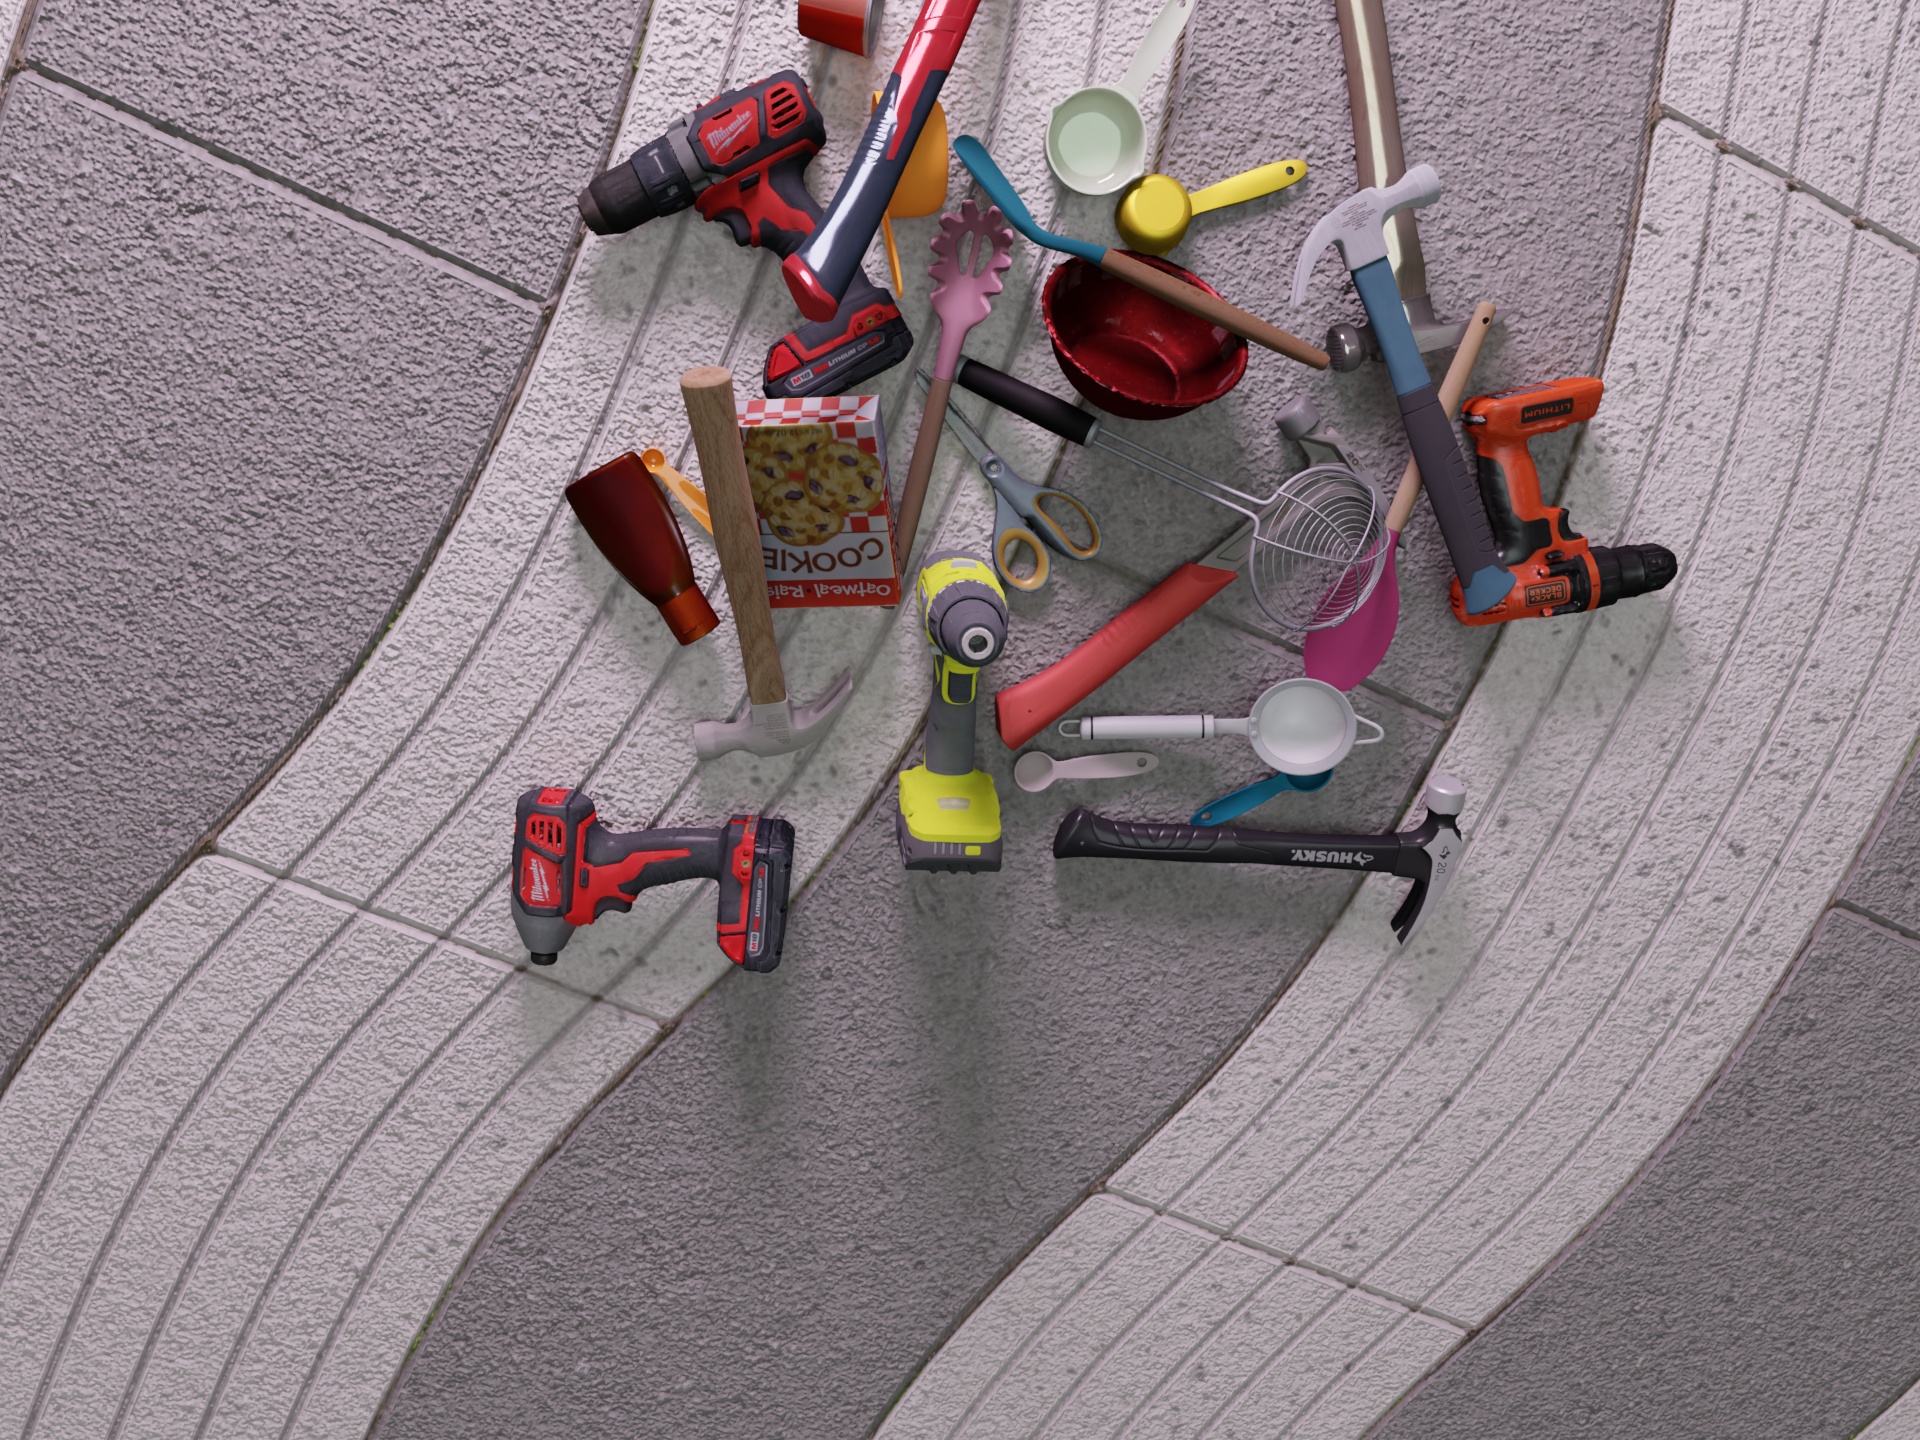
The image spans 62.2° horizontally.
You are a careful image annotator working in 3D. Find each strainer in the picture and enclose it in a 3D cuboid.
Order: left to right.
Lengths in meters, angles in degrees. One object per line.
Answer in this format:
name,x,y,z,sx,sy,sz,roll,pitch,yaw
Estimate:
strainer,0.209,0.003,1.292,0.258,0.050,0.086,-1,115,4

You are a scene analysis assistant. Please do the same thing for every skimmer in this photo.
skimmer,0.158,-0.188,1.226,0.363,0.090,0.127,27,93,8

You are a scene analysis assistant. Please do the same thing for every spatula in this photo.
spatula,0.133,-0.340,1.171,0.317,0.082,0.044,25,117,-2

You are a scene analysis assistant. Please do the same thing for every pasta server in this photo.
pasta server,-0.021,-0.231,1.204,0.060,0.040,0.316,16,109,1

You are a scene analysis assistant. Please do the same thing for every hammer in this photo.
hammer,-0.157,-0.106,1.174,0.130,0.031,0.331,-8,129,-3
hammer,-0.015,-0.438,1.097,0.143,0.038,0.386,24,76,-9
hammer,0.178,-0.091,1.276,0.359,0.037,0.149,-39,104,4
hammer,0.244,0.110,1.323,0.334,0.035,0.146,3,114,-3
hammer,0.317,-0.481,1.198,0.146,0.038,0.410,-15,104,-4
hammer,0.351,-0.239,1.207,0.128,0.033,0.331,-23,100,4

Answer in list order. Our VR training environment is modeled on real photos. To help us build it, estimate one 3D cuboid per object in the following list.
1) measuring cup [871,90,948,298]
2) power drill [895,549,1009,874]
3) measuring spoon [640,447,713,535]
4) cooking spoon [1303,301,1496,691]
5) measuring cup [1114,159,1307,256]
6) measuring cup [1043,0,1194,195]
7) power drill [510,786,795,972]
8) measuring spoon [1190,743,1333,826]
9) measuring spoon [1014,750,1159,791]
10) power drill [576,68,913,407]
measuring cup,-0.031,-0.372,1.135,0.052,0.095,0.174,-5,65,-8
power drill,-0.002,-0.004,1.203,0.080,0.191,0.228,2,107,-6
measuring spoon,-0.202,-0.168,1.235,0.021,0.011,0.116,-44,107,9
cooking spoon,0.349,-0.173,1.247,0.068,0.017,0.319,19,101,-8
measuring cup,0.193,-0.400,1.203,0.156,0.029,0.062,-20,89,-4
measuring cup,0.123,-0.468,1.181,0.083,0.038,0.167,31,96,-12
power drill,-0.247,0.135,1.268,0.219,0.078,0.143,6,102,-4
measuring spoon,0.250,0.056,1.331,0.128,0.021,0.042,-27,109,10
measuring spoon,0.103,0.037,1.312,0.124,0.018,0.034,-4,104,-12
power drill,-0.154,-0.336,1.166,0.188,0.080,0.226,-27,102,1
